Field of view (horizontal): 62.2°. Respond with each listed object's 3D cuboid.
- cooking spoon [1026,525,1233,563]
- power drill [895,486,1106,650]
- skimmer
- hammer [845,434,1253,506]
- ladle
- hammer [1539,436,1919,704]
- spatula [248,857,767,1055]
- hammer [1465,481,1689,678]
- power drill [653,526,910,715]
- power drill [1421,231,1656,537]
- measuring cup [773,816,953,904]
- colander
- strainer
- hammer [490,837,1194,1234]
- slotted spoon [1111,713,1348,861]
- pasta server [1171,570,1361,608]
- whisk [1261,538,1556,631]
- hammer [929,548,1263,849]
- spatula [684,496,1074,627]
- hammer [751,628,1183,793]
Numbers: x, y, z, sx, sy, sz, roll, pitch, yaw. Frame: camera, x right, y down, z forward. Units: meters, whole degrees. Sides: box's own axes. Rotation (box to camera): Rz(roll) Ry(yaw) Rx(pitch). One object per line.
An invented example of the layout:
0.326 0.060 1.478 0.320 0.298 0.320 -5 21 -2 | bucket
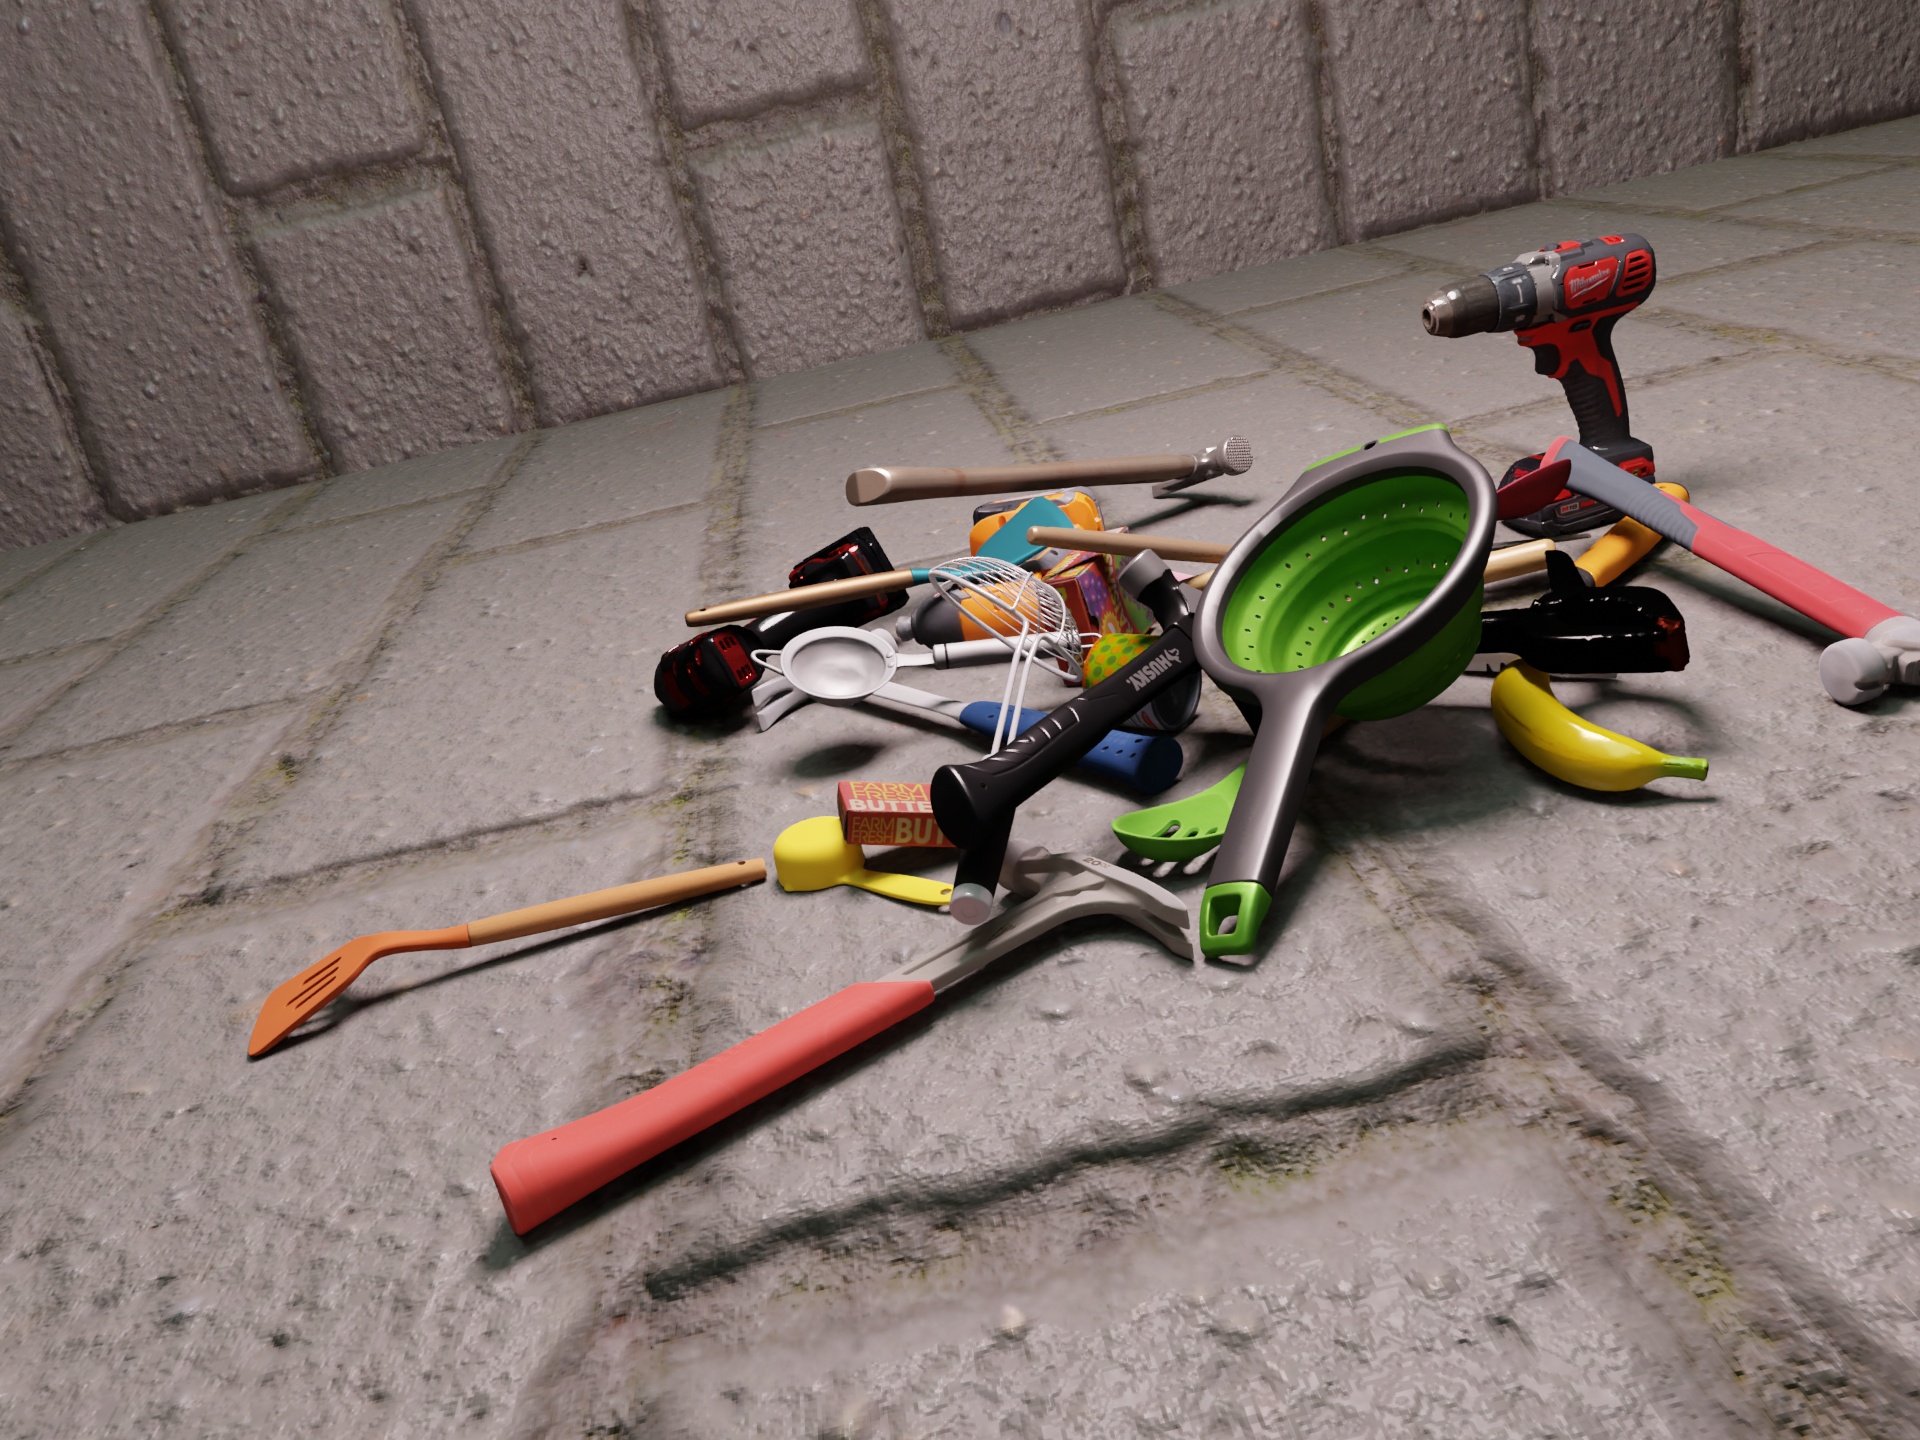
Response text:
0.192 -0.132 1.255 0.318 0.017 0.069 2 6 -28 | cooking spoon
0.041 -0.124 1.383 0.164 0.084 0.227 -8 25 17 | power drill
0.014 0.010 0.987 0.090 0.127 0.364 -43 19 33 | skimmer
0.075 -0.229 1.508 0.410 0.038 0.146 -9 0 -30 | hammer
0.308 -0.139 1.218 0.315 0.031 0.069 -15 -11 17 | ladle
0.535 -0.123 1.086 0.143 0.038 0.387 -15 30 -9 | hammer
-0.278 0.136 0.991 0.322 0.041 0.081 -12 21 -10 | spatula
0.472 -0.111 1.166 0.127 0.034 0.337 6 28 41 | hammer
-0.163 -0.075 1.359 0.220 0.078 0.143 -36 10 -35 | power drill
0.474 -0.269 1.295 0.188 0.226 0.080 -15 21 -7 | power drill
-0.056 0.087 0.973 0.157 0.029 0.062 7 29 44 | measuring cup
0.225 -0.007 0.939 0.204 0.094 0.397 -14 39 43 | colander
-0.022 -0.043 1.170 0.258 0.050 0.087 -6 40 -2 | strainer
-0.058 0.156 0.797 0.359 0.036 0.149 -24 24 -28 | hammer
0.204 0.020 1.003 0.070 0.031 0.314 9 28 43 | slotted spoon
0.250 -0.095 1.267 0.316 0.040 0.060 8 29 33 | pasta server
0.309 -0.096 1.165 0.245 0.051 0.047 -14 11 23 | whisk
0.087 -0.002 0.949 0.335 0.146 0.035 -33 -13 -51 | hammer
-0.066 -0.121 1.281 0.317 0.044 0.082 -13 31 -13 | spatula
-0.002 -0.004 1.162 0.144 0.035 0.406 -26 25 -31 | hammer
